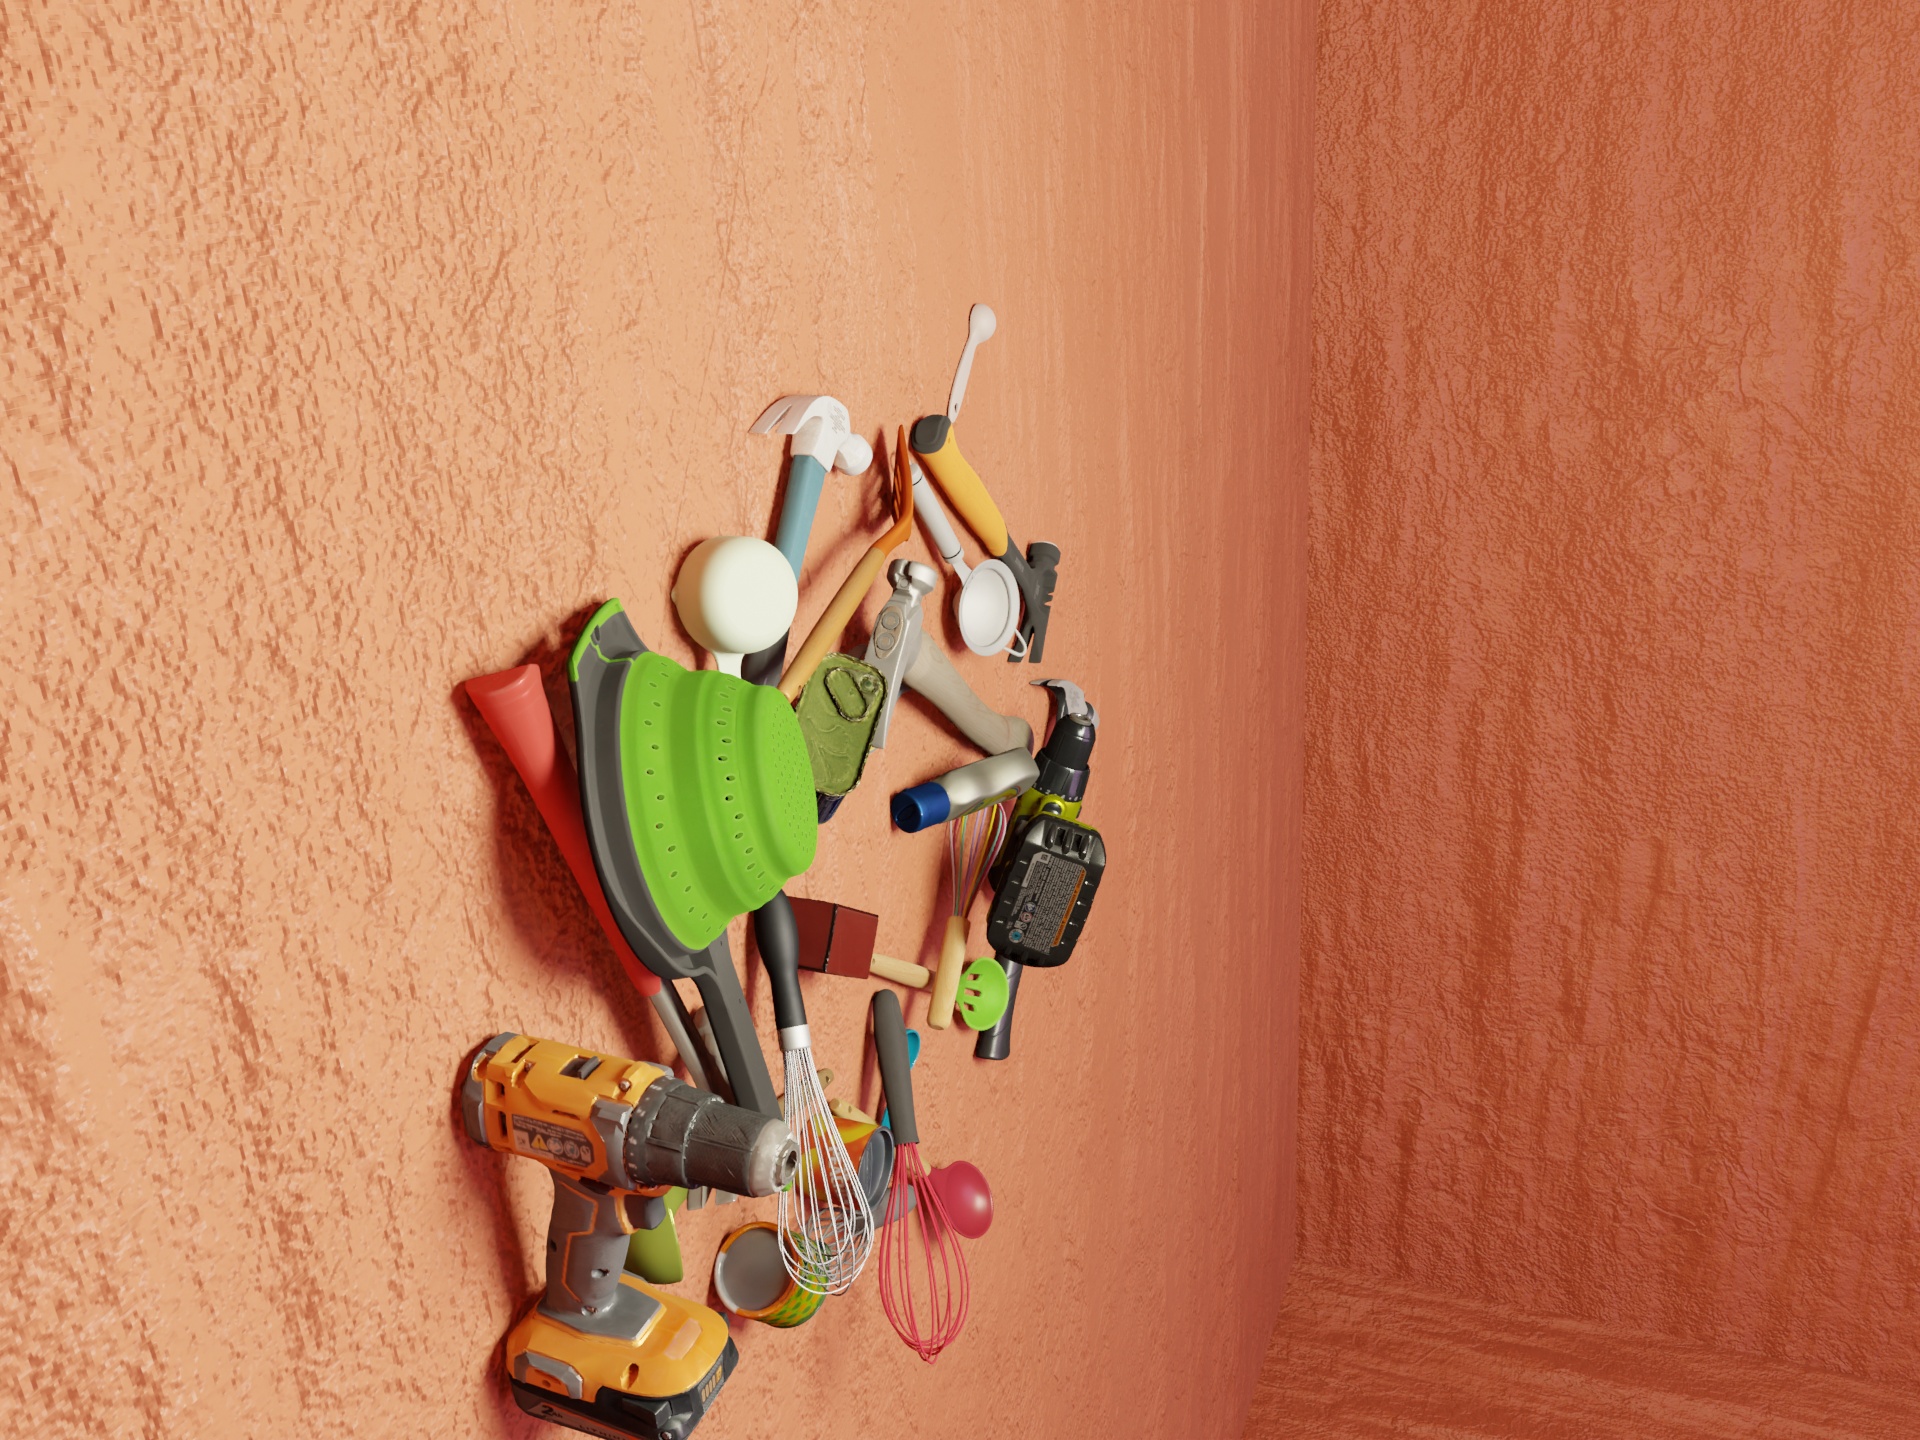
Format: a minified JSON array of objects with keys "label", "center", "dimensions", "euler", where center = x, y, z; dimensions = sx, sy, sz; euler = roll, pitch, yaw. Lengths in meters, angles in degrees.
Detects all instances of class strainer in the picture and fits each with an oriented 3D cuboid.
[{"label":"strainer","center":[-0.005,-0.141,1.371],"dimensions":[0.087,0.050,0.258],"euler":[-61,144,-24]}]

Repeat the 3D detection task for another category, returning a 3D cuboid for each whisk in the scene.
[{"label":"whisk","center":[-0.078,0.414,1.307],"dimensions":[0.239,0.055,0.055],"euler":[16,80,-72]},{"label":"whisk","center":[-0.110,0.253,1.104],"dimensions":[0.070,0.070,0.285],"euler":[16,62,-68]},{"label":"whisk","center":[-0.042,0.362,1.285],"dimensions":[0.073,0.073,0.296],"euler":[42,35,-63]},{"label":"whisk","center":[0.002,0.161,1.428],"dimensions":[0.051,0.047,0.245],"euler":[51,43,-47]}]

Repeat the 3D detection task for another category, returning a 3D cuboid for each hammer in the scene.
[{"label":"hammer","center":[0.025,-0.170,1.446],"dimensions":[0.336,0.034,0.127],"euler":[48,50,-61]},{"label":"hammer","center":[-0.002,-0.004,1.381],"dimensions":[0.410,0.038,0.146],"euler":[42,62,-68]},{"label":"hammer","center":[-0.127,-0.071,1.091],"dimensions":[0.128,0.033,0.331],"euler":[44,54,-64]},{"label":"hammer","center":[0.073,0.148,1.636],"dimensions":[0.149,0.036,0.409],"euler":[48,51,-60]},{"label":"hammer","center":[-0.195,0.120,0.914],"dimensions":[0.149,0.036,0.358],"euler":[-98,173,-53]}]

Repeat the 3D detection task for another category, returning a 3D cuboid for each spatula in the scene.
[{"label":"spatula","center":[-0.078,-0.108,1.145],"dimensions":[0.323,0.041,0.081],"euler":[-64,165,-50]}]

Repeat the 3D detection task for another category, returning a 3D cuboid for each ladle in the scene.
[{"label":"ladle","center":[-0.147,0.295,1.097],"dimensions":[0.320,0.062,0.078],"euler":[-18,97,-69]},{"label":"ladle","center":[-0.041,0.384,1.382],"dimensions":[0.315,0.031,0.069],"euler":[54,31,-51]}]

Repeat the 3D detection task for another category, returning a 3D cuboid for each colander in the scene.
[{"label":"colander","center":[-0.122,0.114,0.950],"dimensions":[0.205,0.094,0.396],"euler":[-85,163,-66]}]

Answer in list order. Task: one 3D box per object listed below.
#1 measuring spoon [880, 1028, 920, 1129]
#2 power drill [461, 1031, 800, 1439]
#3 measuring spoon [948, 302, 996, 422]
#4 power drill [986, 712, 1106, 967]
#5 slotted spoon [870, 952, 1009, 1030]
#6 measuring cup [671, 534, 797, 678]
[{"label":"measuring spoon","center":[-0.065,0.325,1.366],"dimensions":[0.042,0.021,0.128],"euler":[15,90,-60]},{"label":"power drill","center":[-0.171,0.286,0.866],"dimensions":[0.084,0.185,0.226],"euler":[-45,138,-60]},{"label":"measuring spoon","center":[0.011,-0.314,1.400],"dimensions":[0.034,0.018,0.124],"euler":[55,45,-58]},{"label":"power drill","center":[0.081,0.107,1.456],"dimensions":[0.229,0.080,0.190],"euler":[-84,-167,-72]},{"label":"slotted spoon","center":[-0.025,0.232,1.425],"dimensions":[0.313,0.031,0.070],"euler":[35,62,-63]},{"label":"measuring cup","center":[-0.138,-0.035,1.012],"dimensions":[0.083,0.038,0.167],"euler":[-3,93,-41]}]
